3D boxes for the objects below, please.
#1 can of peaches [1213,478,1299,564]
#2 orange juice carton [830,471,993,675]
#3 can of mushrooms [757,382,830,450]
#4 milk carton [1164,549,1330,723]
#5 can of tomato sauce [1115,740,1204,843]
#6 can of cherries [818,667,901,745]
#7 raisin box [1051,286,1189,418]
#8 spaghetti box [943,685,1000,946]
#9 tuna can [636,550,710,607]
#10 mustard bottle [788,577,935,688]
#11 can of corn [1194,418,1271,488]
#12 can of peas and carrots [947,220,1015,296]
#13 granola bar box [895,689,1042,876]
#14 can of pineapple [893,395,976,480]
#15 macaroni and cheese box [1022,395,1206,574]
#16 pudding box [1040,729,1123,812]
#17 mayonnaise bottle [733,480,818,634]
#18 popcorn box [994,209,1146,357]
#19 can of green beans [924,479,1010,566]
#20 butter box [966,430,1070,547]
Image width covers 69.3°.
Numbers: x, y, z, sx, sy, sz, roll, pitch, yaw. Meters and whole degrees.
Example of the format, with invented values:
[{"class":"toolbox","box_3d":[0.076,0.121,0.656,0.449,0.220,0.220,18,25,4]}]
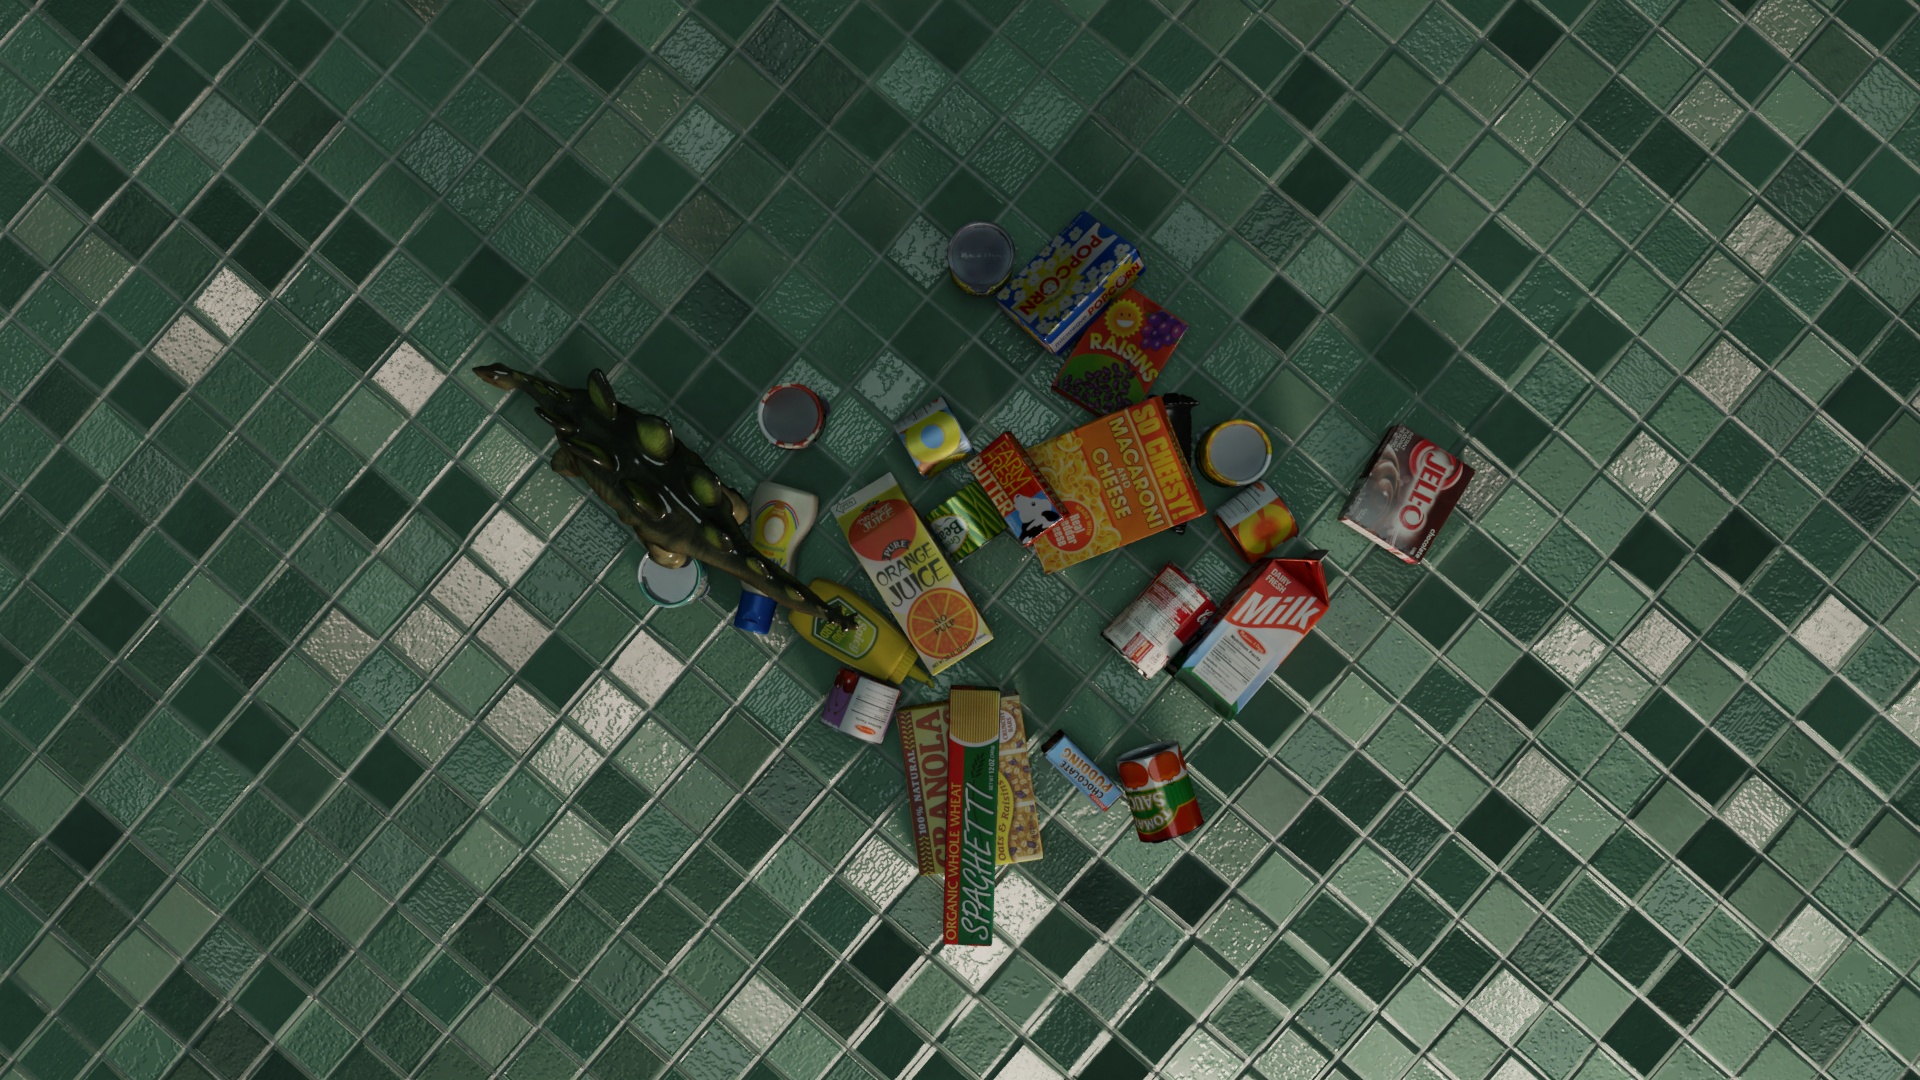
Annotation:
[{"class":"can of peaches","box_3d":[0.291,-0.016,1.366,0.058,0.071,0.071,-33,90,0]},{"class":"orange juice carton","box_3d":[-0.047,0.031,1.363,0.072,0.073,0.192,-32,89,0]},{"class":"can of mushrooms","box_3d":[-0.166,-0.125,1.385,0.071,0.033,0.071,0,89,1]},{"class":"milk carton","box_3d":[0.292,0.081,1.362,0.073,0.072,0.190,41,91,0]},{"class":"can of tomato sauce","box_3d":[0.194,0.246,1.362,0.071,0.071,0.083,-17,89,0]},{"class":"can of cherries","box_3d":[-0.100,0.162,1.366,0.071,0.071,0.058,20,86,0]},{"class":"raisin box","box_3d":[0.158,-0.183,1.381,0.086,0.040,0.123,32,89,1]},{"class":"spaghetti box","box_3d":[0.011,0.266,1.342,0.050,0.028,0.250,2,89,1]},{"class":"tuna can","box_3d":[-0.285,0.035,1.384,0.071,0.033,0.071,0,89,1]},{"class":"mustard bottle","box_3d":[-0.091,0.099,1.374,0.160,0.049,0.065,32,91,1]},{"class":"can of corn","box_3d":[0.267,-0.087,1.370,0.071,0.058,0.071,0,90,0]},{"class":"can of peas and carrots","box_3d":[0.021,-0.275,1.373,0.071,0.059,0.071,0,90,0]},{"class":"granola bar box","box_3d":[0.009,0.240,1.378,0.124,0.039,0.165,-9,89,0]},{"class":"can of pineapple","box_3d":[-0.025,-0.099,1.368,0.058,0.071,0.071,-30,90,1]},{"class":"macaroni and cheese box","box_3d":[0.139,-0.054,1.352,0.166,0.040,0.123,-22,90,22]},{"class":"pudding box","box_3d":[0.119,0.227,1.372,0.084,0.049,0.030,45,89,0]},{"class":"mayonnaise bottle","box_3d":[-0.188,0.018,1.379,0.065,0.041,0.148,15,89,4]},{"class":"popcorn box","box_3d":[0.107,-0.252,1.363,0.126,0.038,0.085,-45,54,0]},{"class":"can of green beans","box_3d":[0.006,-0.018,1.366,0.071,0.071,0.058,-36,89,0]},{"class":"butter box","box_3d":[0.056,-0.050,1.348,0.053,0.024,0.103,-37,83,22]}]
